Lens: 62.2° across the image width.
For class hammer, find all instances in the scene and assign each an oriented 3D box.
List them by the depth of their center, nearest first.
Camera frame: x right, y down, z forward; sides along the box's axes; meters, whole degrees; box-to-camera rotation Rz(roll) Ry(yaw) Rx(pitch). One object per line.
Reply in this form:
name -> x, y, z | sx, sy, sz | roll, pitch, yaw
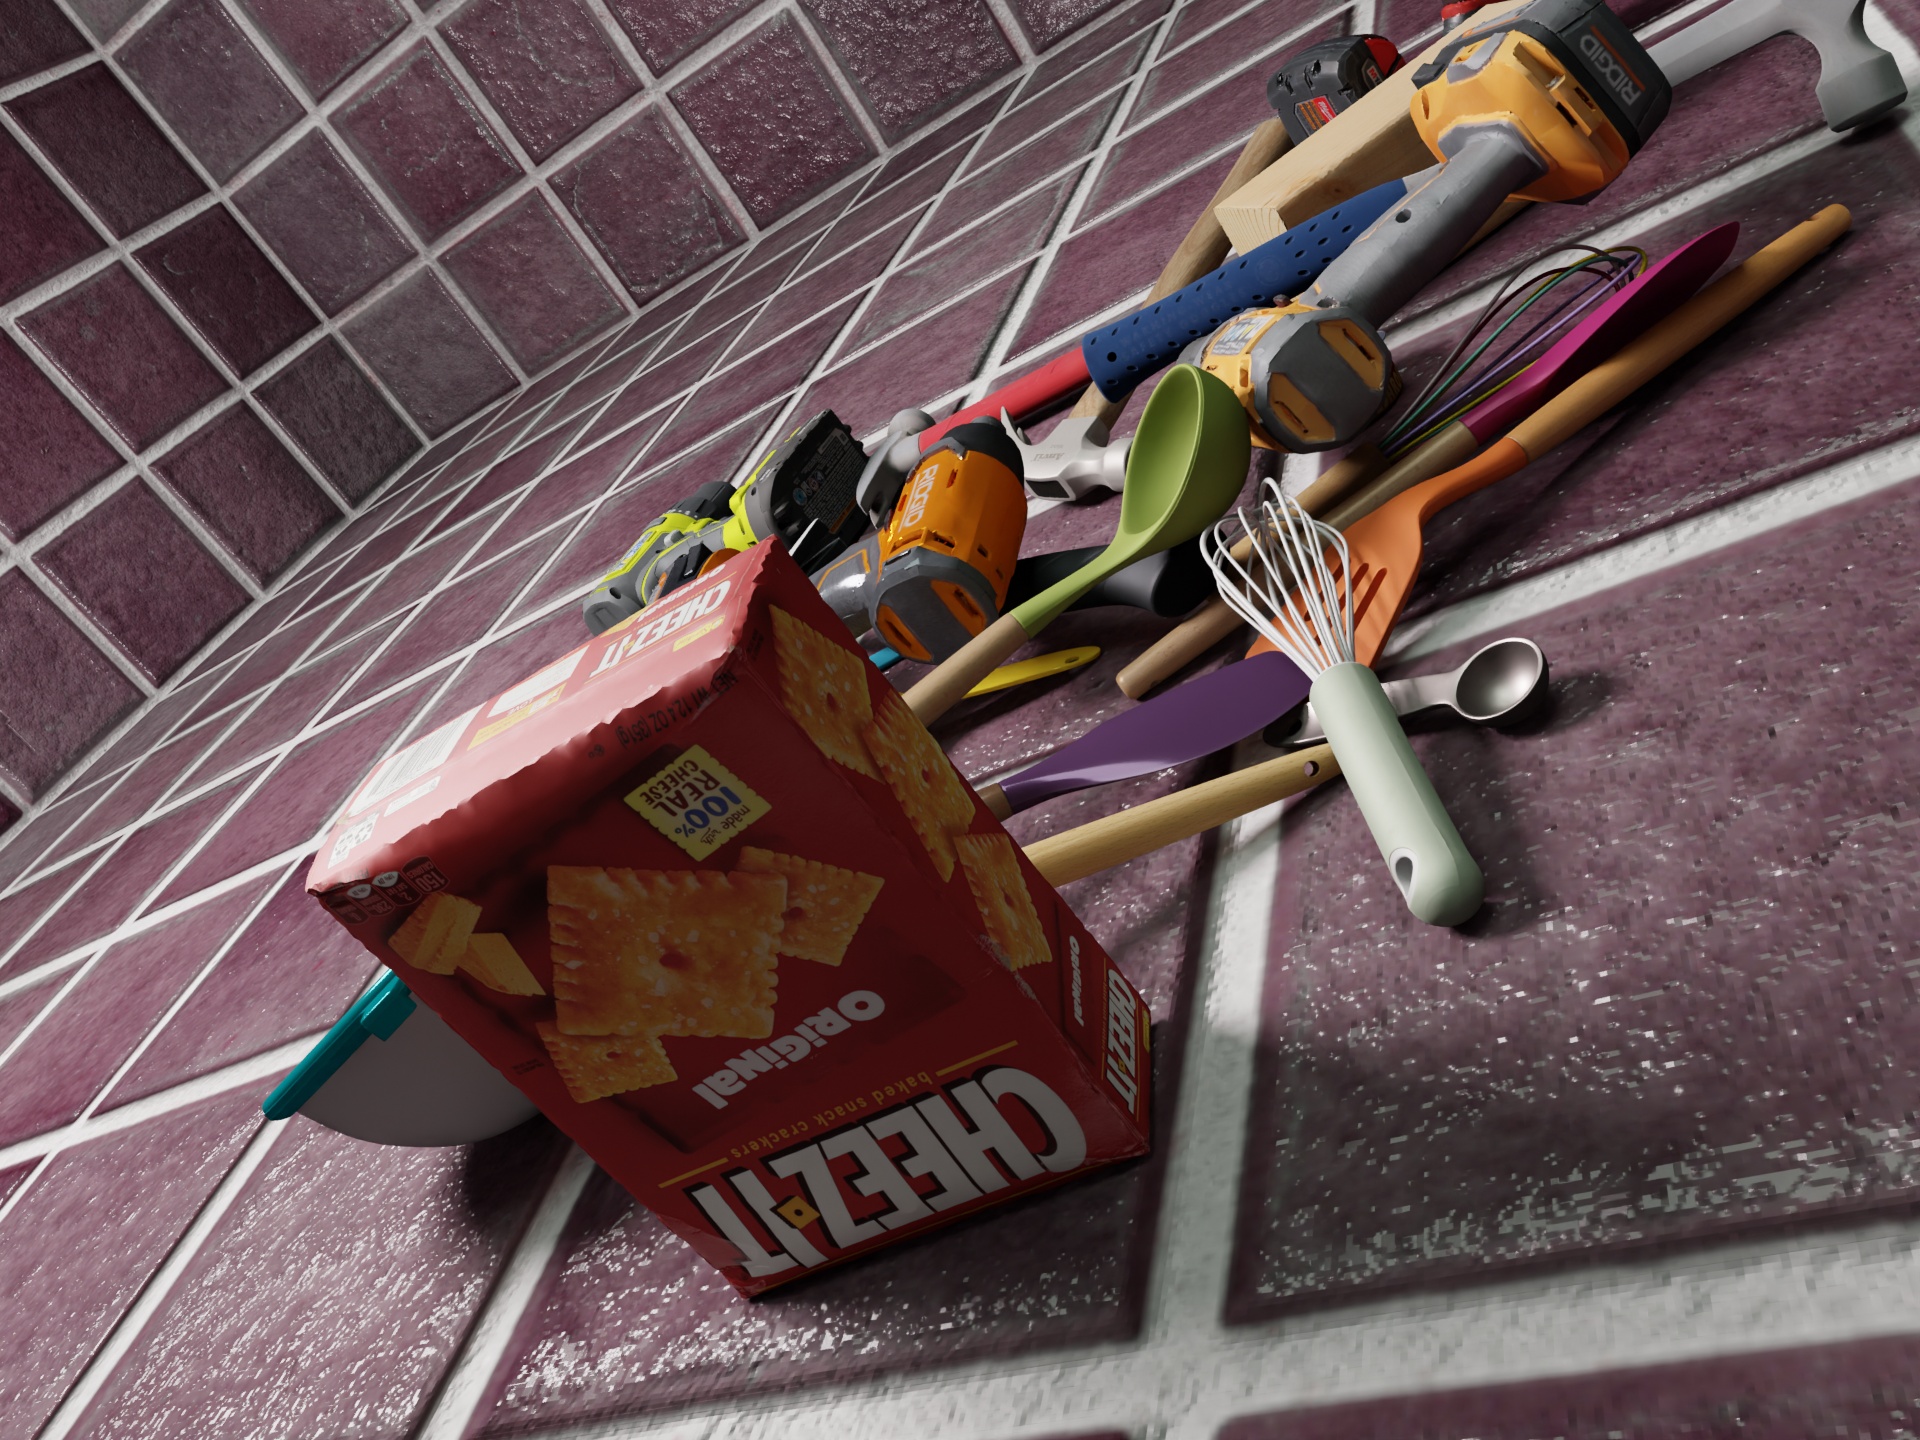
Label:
hammer -> 0.241, -0.279, 0.820 | 0.405, 0.144, 0.035 | -23, 3, 27
hammer -> -0.013, -0.067, 0.863 | 0.409, 0.036, 0.149 | -3, 50, 52
hammer -> 0.131, -0.264, 1.000 | 0.130, 0.031, 0.331 | 6, 55, 46
hammer -> 0.097, -0.242, 1.073 | 0.386, 0.038, 0.143 | -23, 28, 27

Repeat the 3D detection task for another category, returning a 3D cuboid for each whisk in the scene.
whisk -> 0.136, -0.015, 0.572 | 0.059, 0.057, 0.247 | -2, 37, -6
whisk -> 0.208, -0.133, 0.723 | 0.245, 0.051, 0.047 | -39, 58, 6

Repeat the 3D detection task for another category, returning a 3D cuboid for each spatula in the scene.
spatula -> -0.005, 0.042, 0.618 | 0.316, 0.018, 0.060 | -24, 26, -6
spatula -> 0.251, -0.117, 0.660 | 0.322, 0.041, 0.081 | -35, 24, -9

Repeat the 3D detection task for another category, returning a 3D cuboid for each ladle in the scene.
ladle -> -0.007, 0.068, 0.580 | 0.315, 0.069, 0.031 | -21, -1, 0
ladle -> -0.003, -0.032, 0.670 | 0.320, 0.062, 0.078 | -40, 15, -5

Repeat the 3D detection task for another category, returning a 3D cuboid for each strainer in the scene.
strainer -> -0.236, 0.150, 0.759 | 0.340, 0.095, 0.211 | -40, 10, 43

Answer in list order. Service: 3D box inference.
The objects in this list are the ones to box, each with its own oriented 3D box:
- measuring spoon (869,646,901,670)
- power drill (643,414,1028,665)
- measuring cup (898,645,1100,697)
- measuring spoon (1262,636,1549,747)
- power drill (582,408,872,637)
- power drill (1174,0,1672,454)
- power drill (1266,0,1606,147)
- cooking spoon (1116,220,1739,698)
measuring spoon -> -0.027, -0.055, 0.914 | 0.128, 0.021, 0.042 | -29, 25, 14
power drill -> -0.064, -0.072, 0.822 | 0.226, 0.084, 0.164 | -22, 34, 31
measuring cup -> -0.001, -0.003, 0.792 | 0.156, 0.029, 0.062 | -17, 23, 13
measuring spoon -> 0.161, -0.003, 0.582 | 0.124, 0.018, 0.034 | -16, 43, 51
power drill -> -0.169, -0.150, 1.217 | 0.228, 0.080, 0.191 | -19, 29, 39
power drill -> 0.195, -0.220, 0.748 | 0.226, 0.084, 0.185 | -47, 14, 4
power drill -> 0.302, -0.455, 1.015 | 0.227, 0.187, 0.080 | -45, 24, -11
cooking spoon -> 0.198, -0.109, 0.689 | 0.319, 0.017, 0.068 | -37, -20, 9
